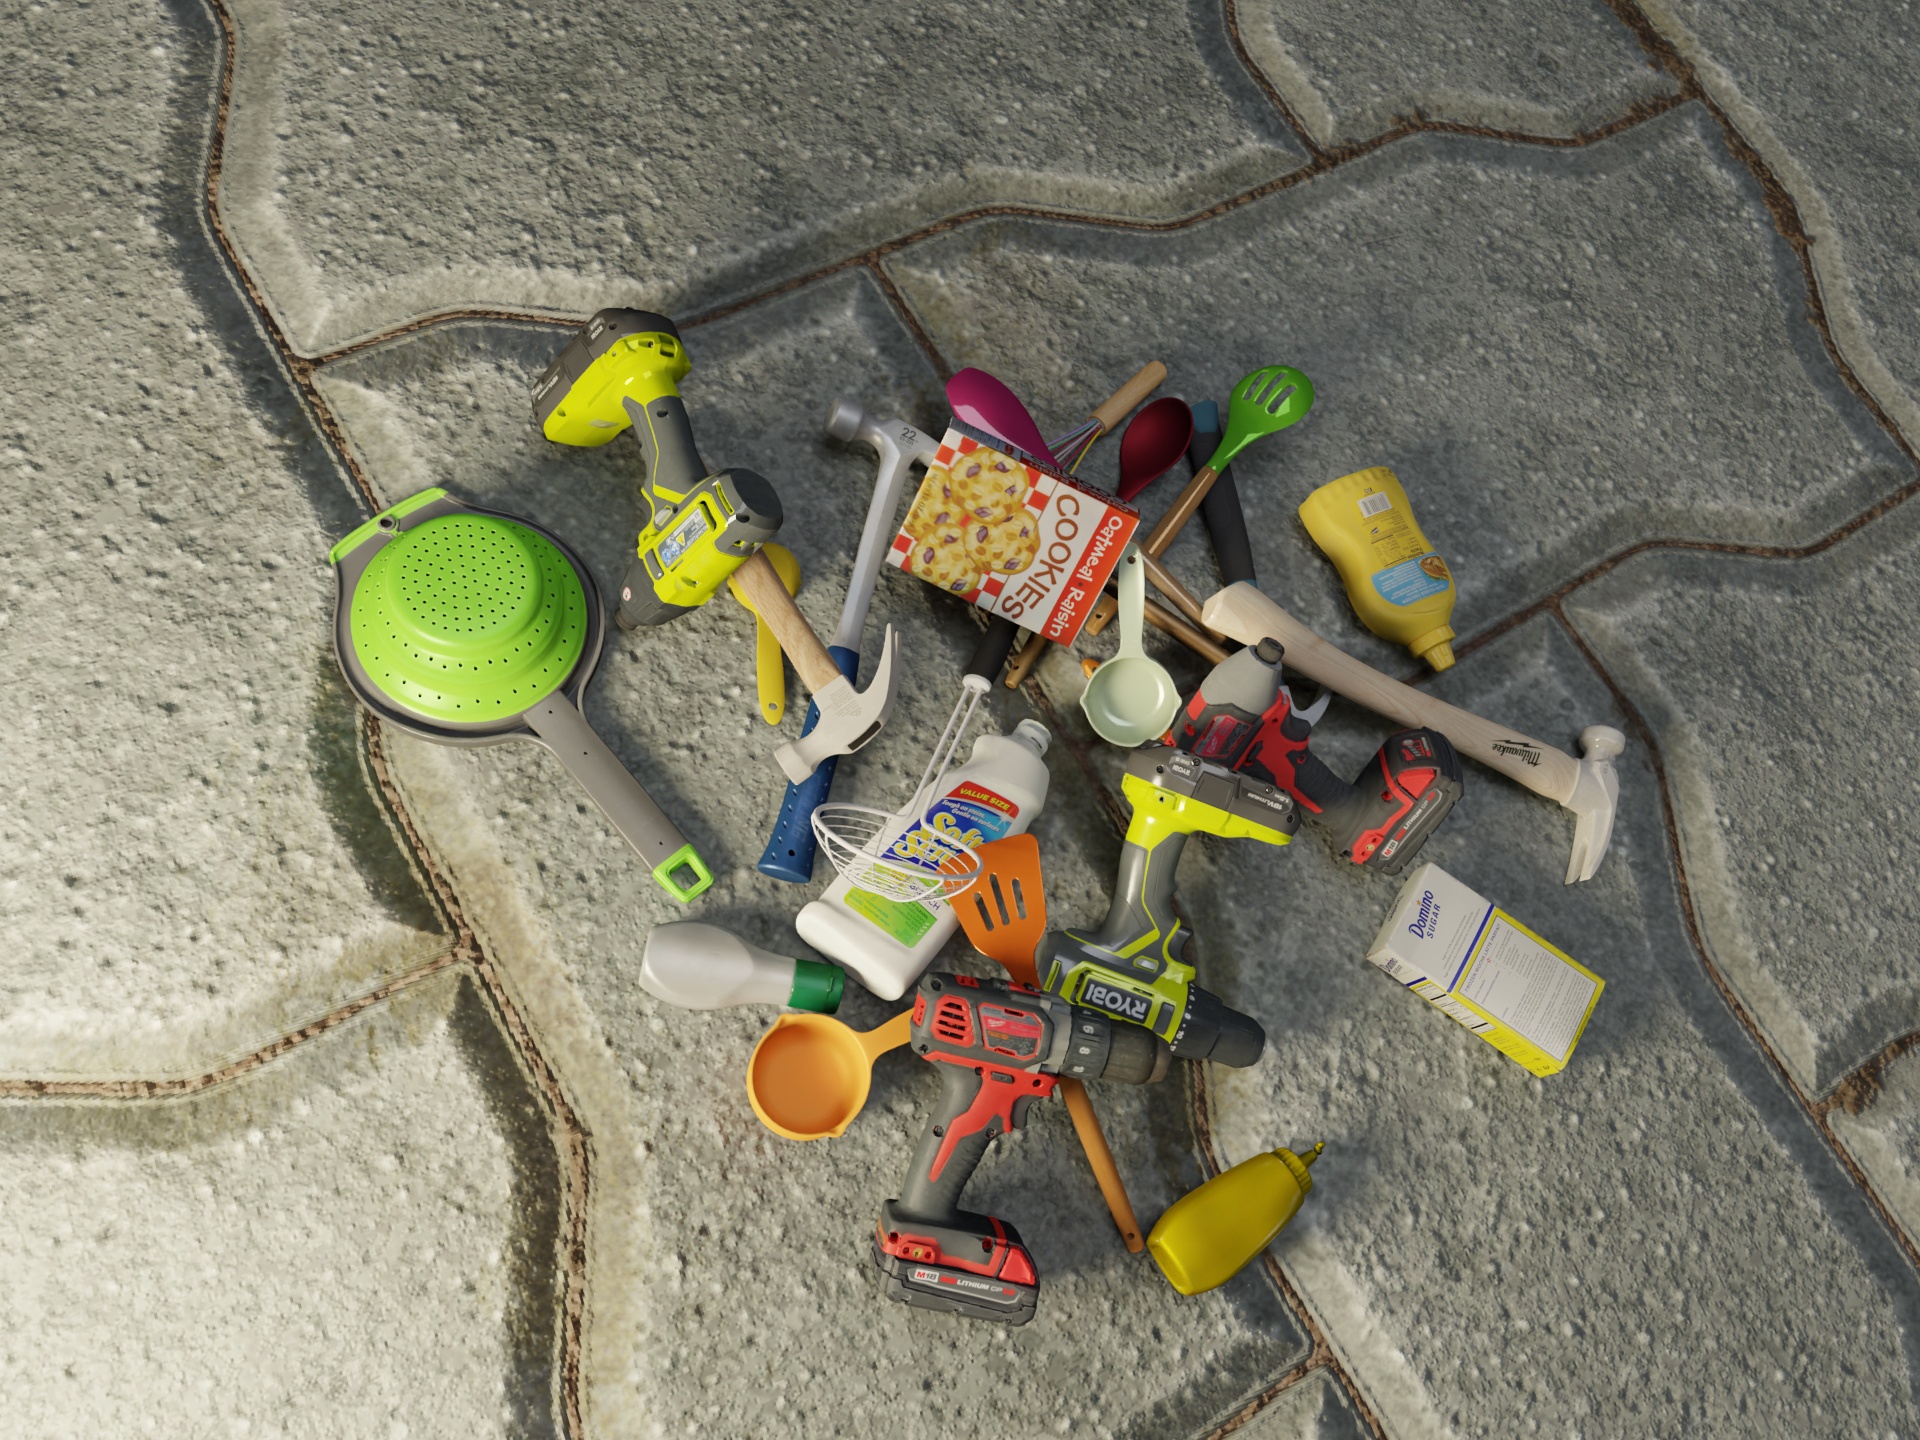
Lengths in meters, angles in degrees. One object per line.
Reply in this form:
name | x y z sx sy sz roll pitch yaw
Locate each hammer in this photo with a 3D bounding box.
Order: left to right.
hammer | -0.158 -0.114 1.261 0.130 0.031 0.331 -34 68 0
hammer | -0.086 -0.064 1.288 0.144 0.035 0.406 20 69 -17
hammer | 0.243 -0.132 1.400 0.128 0.033 0.331 -6 71 -14
hammer | 0.386 -0.002 1.356 0.410 0.038 0.146 25 67 -12

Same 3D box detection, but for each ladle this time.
ladle | 0.119 -0.155 1.379 0.069 0.031 0.315 14 64 38
ladle | 0.122 -0.115 1.317 0.320 0.062 0.078 34 97 -4

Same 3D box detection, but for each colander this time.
colander | -0.319 -0.029 1.194 0.204 0.094 0.397 -39 82 -23

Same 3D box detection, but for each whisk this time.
whisk | 0.105 -0.252 1.406 0.047 0.051 0.245 19 52 39

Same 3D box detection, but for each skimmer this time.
skimmer | -0.002 -0.004 1.217 0.127 0.090 0.363 20 51 6

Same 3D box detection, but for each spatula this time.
spatula | 0.074 0.244 1.182 0.081 0.041 0.322 -21 95 8

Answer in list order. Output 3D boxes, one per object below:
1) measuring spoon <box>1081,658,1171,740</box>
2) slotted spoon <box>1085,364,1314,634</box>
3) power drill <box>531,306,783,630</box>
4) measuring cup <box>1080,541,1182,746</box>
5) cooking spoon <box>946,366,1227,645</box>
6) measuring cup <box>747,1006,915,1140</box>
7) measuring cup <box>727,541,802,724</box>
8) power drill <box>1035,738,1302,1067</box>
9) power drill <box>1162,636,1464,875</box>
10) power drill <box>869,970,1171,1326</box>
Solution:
measuring spoon | 0.148 -0.013 1.345 0.117 0.011 0.021 42 66 4
slotted spoon | 0.206 -0.197 1.388 0.070 0.031 0.314 33 78 25
power drill | -0.246 -0.194 1.248 0.080 0.171 0.223 0 58 -55
measuring cup | 0.140 -0.063 1.310 0.083 0.038 0.167 0 99 6
cooking spoon | 0.110 -0.179 1.341 0.319 0.017 0.069 45 55 -2
measuring cup | -0.076 0.246 1.174 0.173 0.052 0.095 -23 77 -22
measuring cup | -0.154 -0.073 1.284 0.062 0.029 0.157 -1 68 -14
power drill | 0.174 0.146 1.225 0.190 0.080 0.228 21 91 -4
power drill | 0.285 0.025 1.285 0.219 0.143 0.079 24 30 -10
power drill | 0.040 0.300 1.125 0.188 0.080 0.227 14 88 -8
